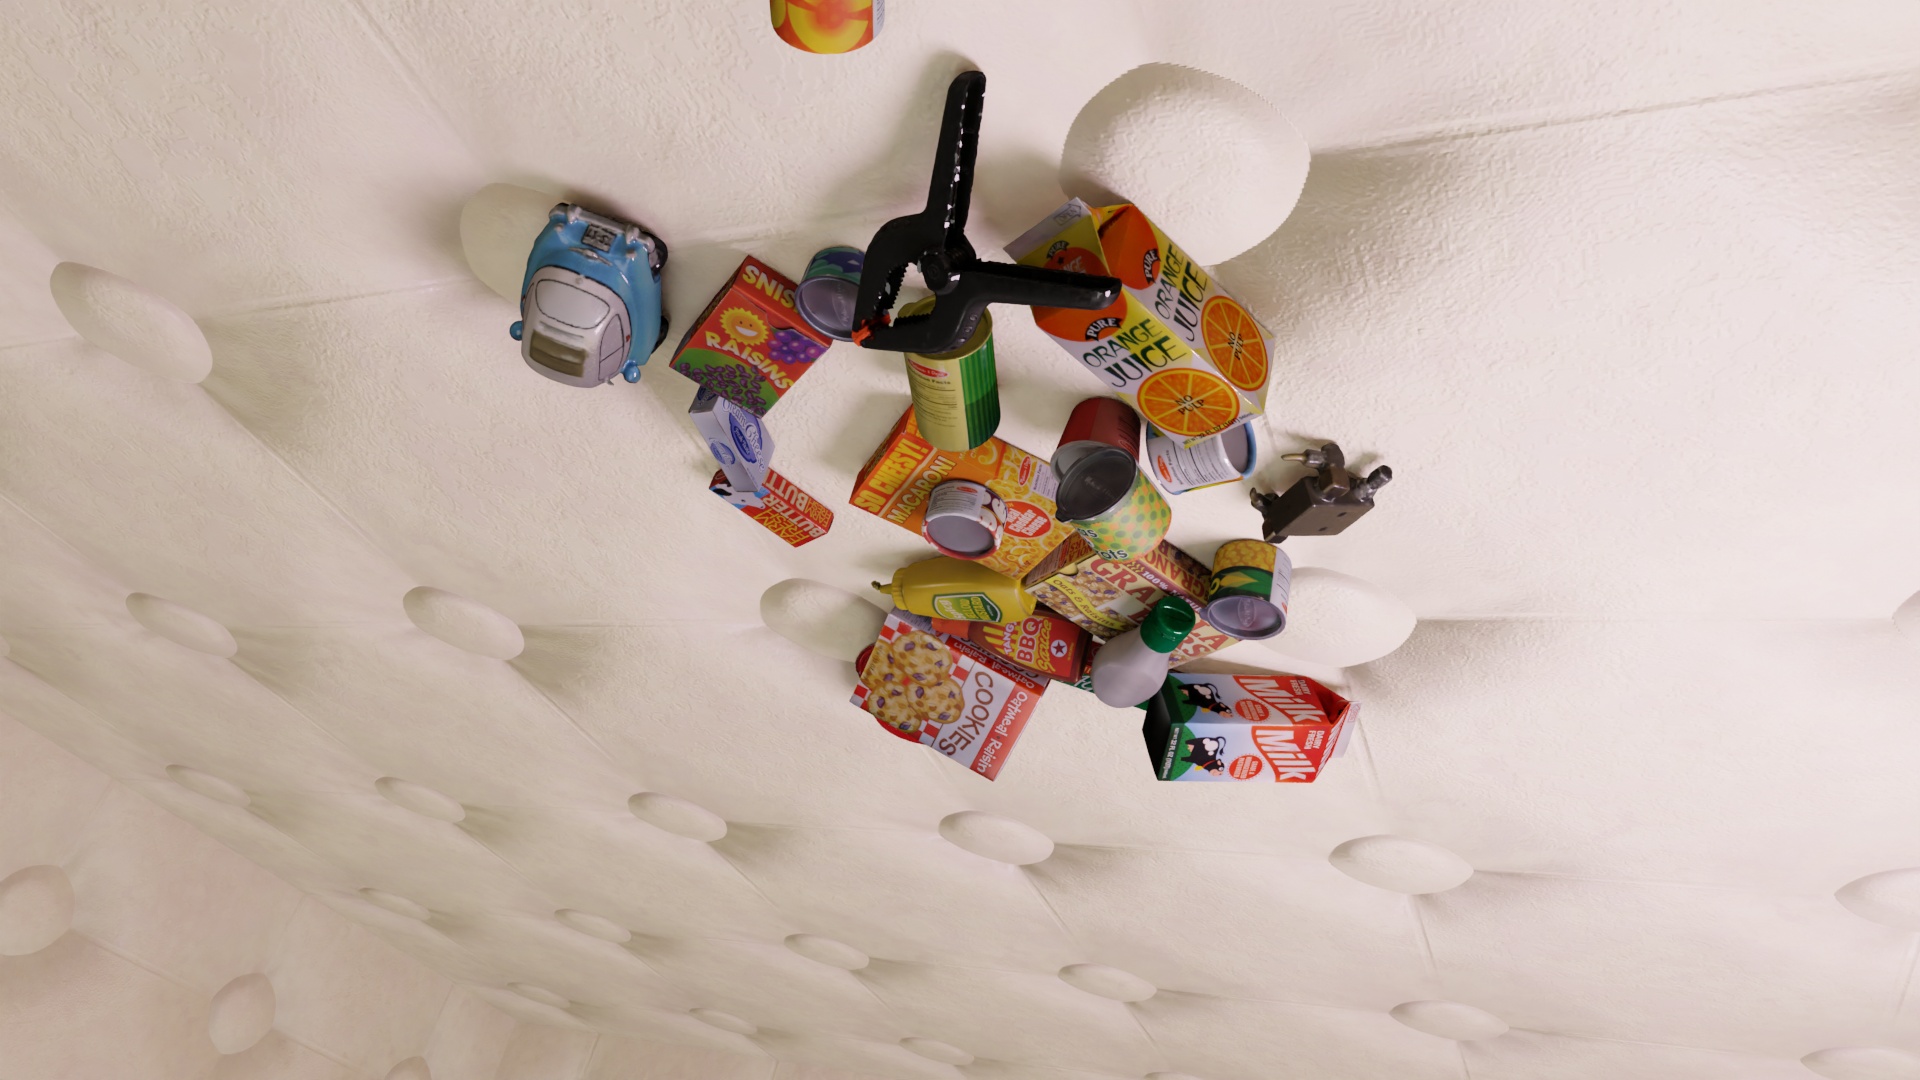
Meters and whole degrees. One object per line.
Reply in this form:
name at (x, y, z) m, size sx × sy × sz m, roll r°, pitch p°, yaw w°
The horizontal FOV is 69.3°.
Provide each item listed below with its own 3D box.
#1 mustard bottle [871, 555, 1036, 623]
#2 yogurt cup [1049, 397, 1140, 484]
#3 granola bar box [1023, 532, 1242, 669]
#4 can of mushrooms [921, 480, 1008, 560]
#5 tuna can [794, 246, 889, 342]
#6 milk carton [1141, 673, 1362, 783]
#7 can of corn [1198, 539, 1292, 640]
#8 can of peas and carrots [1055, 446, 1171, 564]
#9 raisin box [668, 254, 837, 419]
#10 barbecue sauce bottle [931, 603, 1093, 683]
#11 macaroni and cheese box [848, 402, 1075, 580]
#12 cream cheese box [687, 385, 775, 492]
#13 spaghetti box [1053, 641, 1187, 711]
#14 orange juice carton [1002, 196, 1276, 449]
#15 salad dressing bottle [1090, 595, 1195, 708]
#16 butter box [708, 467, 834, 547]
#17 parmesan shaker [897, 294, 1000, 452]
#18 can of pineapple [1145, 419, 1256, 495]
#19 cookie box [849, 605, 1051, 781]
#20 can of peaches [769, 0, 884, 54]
mustard bottle at (-0.011, 0.045, 1.275) m, size 0.160 × 0.049 × 0.065 m, roll -2°, pitch 141°, yaw 25°
yogurt cup at (0.106, -0.071, 1.054) m, size 0.072 × 0.054 × 0.072 m, roll 11°, pitch 146°, yaw 8°
granola bar box at (0.158, 0.050, 1.220) m, size 0.165 × 0.039 × 0.123 m, roll 32°, pitch 143°, yaw -23°
can of mushrooms at (0.004, -0.014, 1.123) m, size 0.071 × 0.034 × 0.070 m, roll 10°, pitch 145°, yaw 7°
tuna can at (-0.081, -0.177, 1.000) m, size 0.071 × 0.033 × 0.070 m, roll 11°, pitch 146°, yaw 8°
milk carton at (0.272, 0.173, 1.280) m, size 0.191 × 0.074 × 0.072 m, roll 3°, pitch 123°, yaw -9°
can of corn at (0.238, 0.041, 1.157) m, size 0.071 × 0.058 × 0.070 m, roll 11°, pitch 146°, yaw 8°
can of peas and carrots at (0.110, -0.023, 1.007) m, size 0.071 × 0.071 × 0.058 m, roll -12°, pitch 137°, yaw 35°
raisin box at (-0.158, -0.153, 1.062) m, size 0.086 × 0.040 × 0.123 m, roll 31°, pitch 143°, yaw -19°
barbecue sauce bottle at (0.048, 0.085, 1.303) m, size 0.148 × 0.064 × 0.044 m, roll 15°, pitch -172°, yaw 15°
macaroni and cheese box at (0.007, -0.039, 1.156) m, size 0.166 × 0.040 × 0.123 m, roll 25°, pitch 145°, yaw -14°
cream cheese box at (-0.188, -0.092, 1.149) m, size 0.024 × 0.053 × 0.103 m, roll 0°, pitch 143°, yaw 19°
spaghetti box at (0.188, 0.144, 1.353) m, size 0.250 × 0.029 × 0.050 m, roll 19°, pitch 145°, yaw -4°
orange juice carton at (0.118, -0.150, 0.919) m, size 0.192 × 0.073 × 0.071 m, roll 36°, pitch 142°, yaw -26°
salad dressing bottle at (0.160, 0.098, 1.214) m, size 0.064 × 0.044 × 0.147 m, roll 22°, pitch 146°, yaw -5°
butter box at (-0.169, -0.035, 1.250) m, size 0.103 × 0.024 × 0.053 m, roll 36°, pitch 142°, yaw -27°
parmesan shaker at (-0.008, -0.123, 1.019) m, size 0.071 × 0.071 × 0.102 m, roll 8°, pitch 146°, yaw 12°
can of pineapple at (0.177, -0.072, 1.016) m, size 0.057 × 0.071 × 0.071 m, roll -13°, pitch 137°, yaw 35°
cookie box at (-0.011, 0.147, 1.364) m, size 0.167 × 0.040 × 0.122 m, roll 28°, pitch 123°, yaw 5°
can of peaches at (-0.077, -0.313, 0.771) m, size 0.071 × 0.071 × 0.057 m, roll 12°, pitch 147°, yaw 6°
